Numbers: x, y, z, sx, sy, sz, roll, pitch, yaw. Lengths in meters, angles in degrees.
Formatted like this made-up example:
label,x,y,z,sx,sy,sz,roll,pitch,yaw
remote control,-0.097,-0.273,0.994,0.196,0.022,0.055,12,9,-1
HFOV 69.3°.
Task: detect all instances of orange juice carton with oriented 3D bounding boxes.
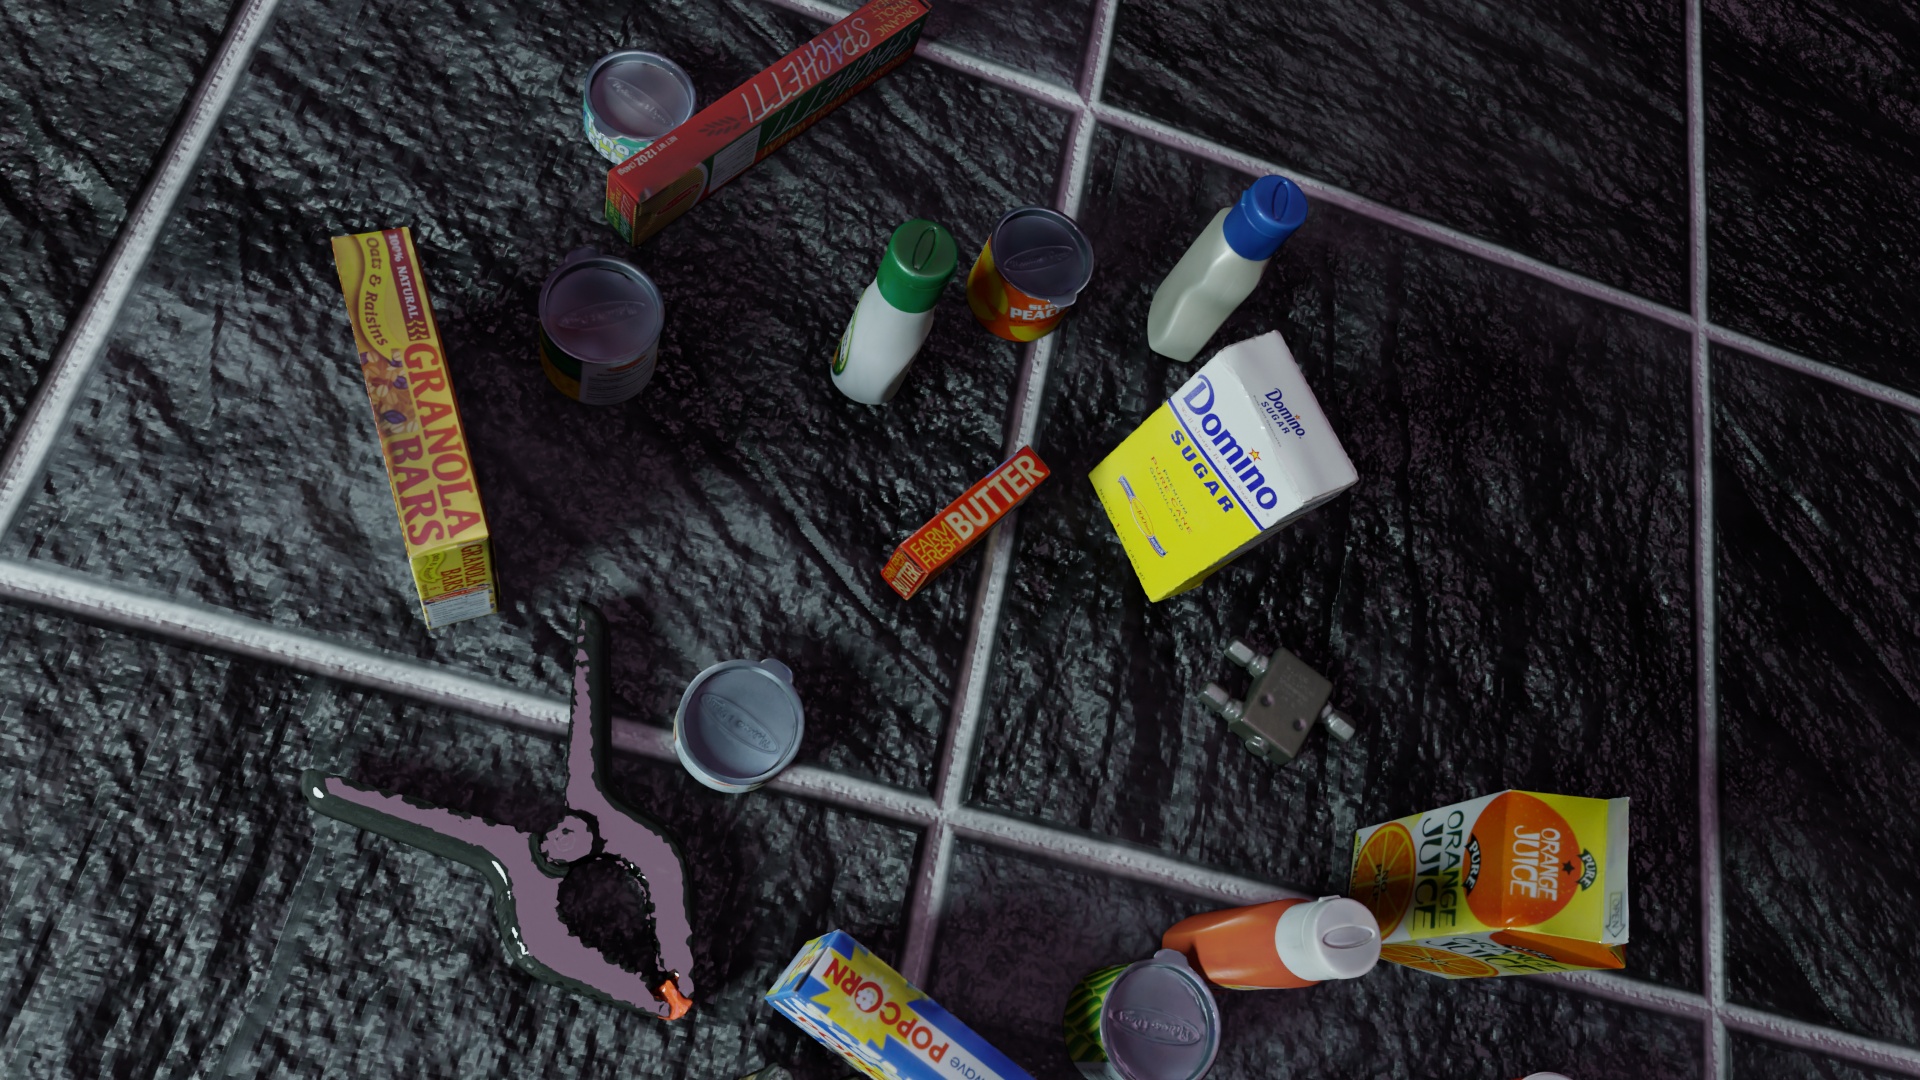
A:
label,x,y,z,sx,sy,sz,roll,pitch,yaw
orange juice carton,0.285,0.184,0.734,0.073,0.192,0.072,19,67,-10

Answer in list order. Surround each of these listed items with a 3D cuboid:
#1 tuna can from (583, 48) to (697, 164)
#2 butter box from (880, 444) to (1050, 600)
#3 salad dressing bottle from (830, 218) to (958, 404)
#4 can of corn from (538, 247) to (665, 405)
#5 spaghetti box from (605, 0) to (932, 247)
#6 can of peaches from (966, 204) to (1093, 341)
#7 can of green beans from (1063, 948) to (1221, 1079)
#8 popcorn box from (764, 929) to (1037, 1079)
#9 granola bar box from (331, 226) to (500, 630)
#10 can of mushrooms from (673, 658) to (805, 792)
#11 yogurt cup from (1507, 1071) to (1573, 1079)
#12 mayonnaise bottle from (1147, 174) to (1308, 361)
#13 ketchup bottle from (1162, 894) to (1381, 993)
label,x,y,z,sx,sy,sz,roll,pitch,yaw
tuna can,-0.196,-0.259,0.841,0.071,0.032,0.071,6,69,-15
butter box,0.003,-0.010,0.797,0.104,0.053,0.024,-39,85,-25
salad dressing bottle,-0.037,-0.126,0.776,0.044,0.147,0.064,24,66,-8
can of corn,-0.201,-0.118,0.773,0.071,0.058,0.071,6,69,-15
spaghetti box,-0.115,-0.267,0.859,0.029,0.050,0.251,46,65,3
can of peaches,0.043,-0.163,0.864,0.071,0.058,0.071,6,69,-15
can of green beans,0.094,0.254,0.724,0.071,0.057,0.071,6,69,-15
popcorn box,-0.029,0.244,0.676,0.127,0.085,0.038,38,65,-1
granola bar box,-0.269,-0.052,0.692,0.039,0.123,0.166,-14,75,-21
can of mushrooms,-0.116,0.097,0.733,0.071,0.033,0.071,6,69,-15
yogurt cup,0.312,0.329,0.765,0.072,0.053,0.072,6,69,-15
mayonnaise bottle,0.161,-0.168,0.852,0.041,0.147,0.065,19,66,-9
ketchup bottle,0.160,0.207,0.711,0.065,0.148,0.043,-2,72,-18
